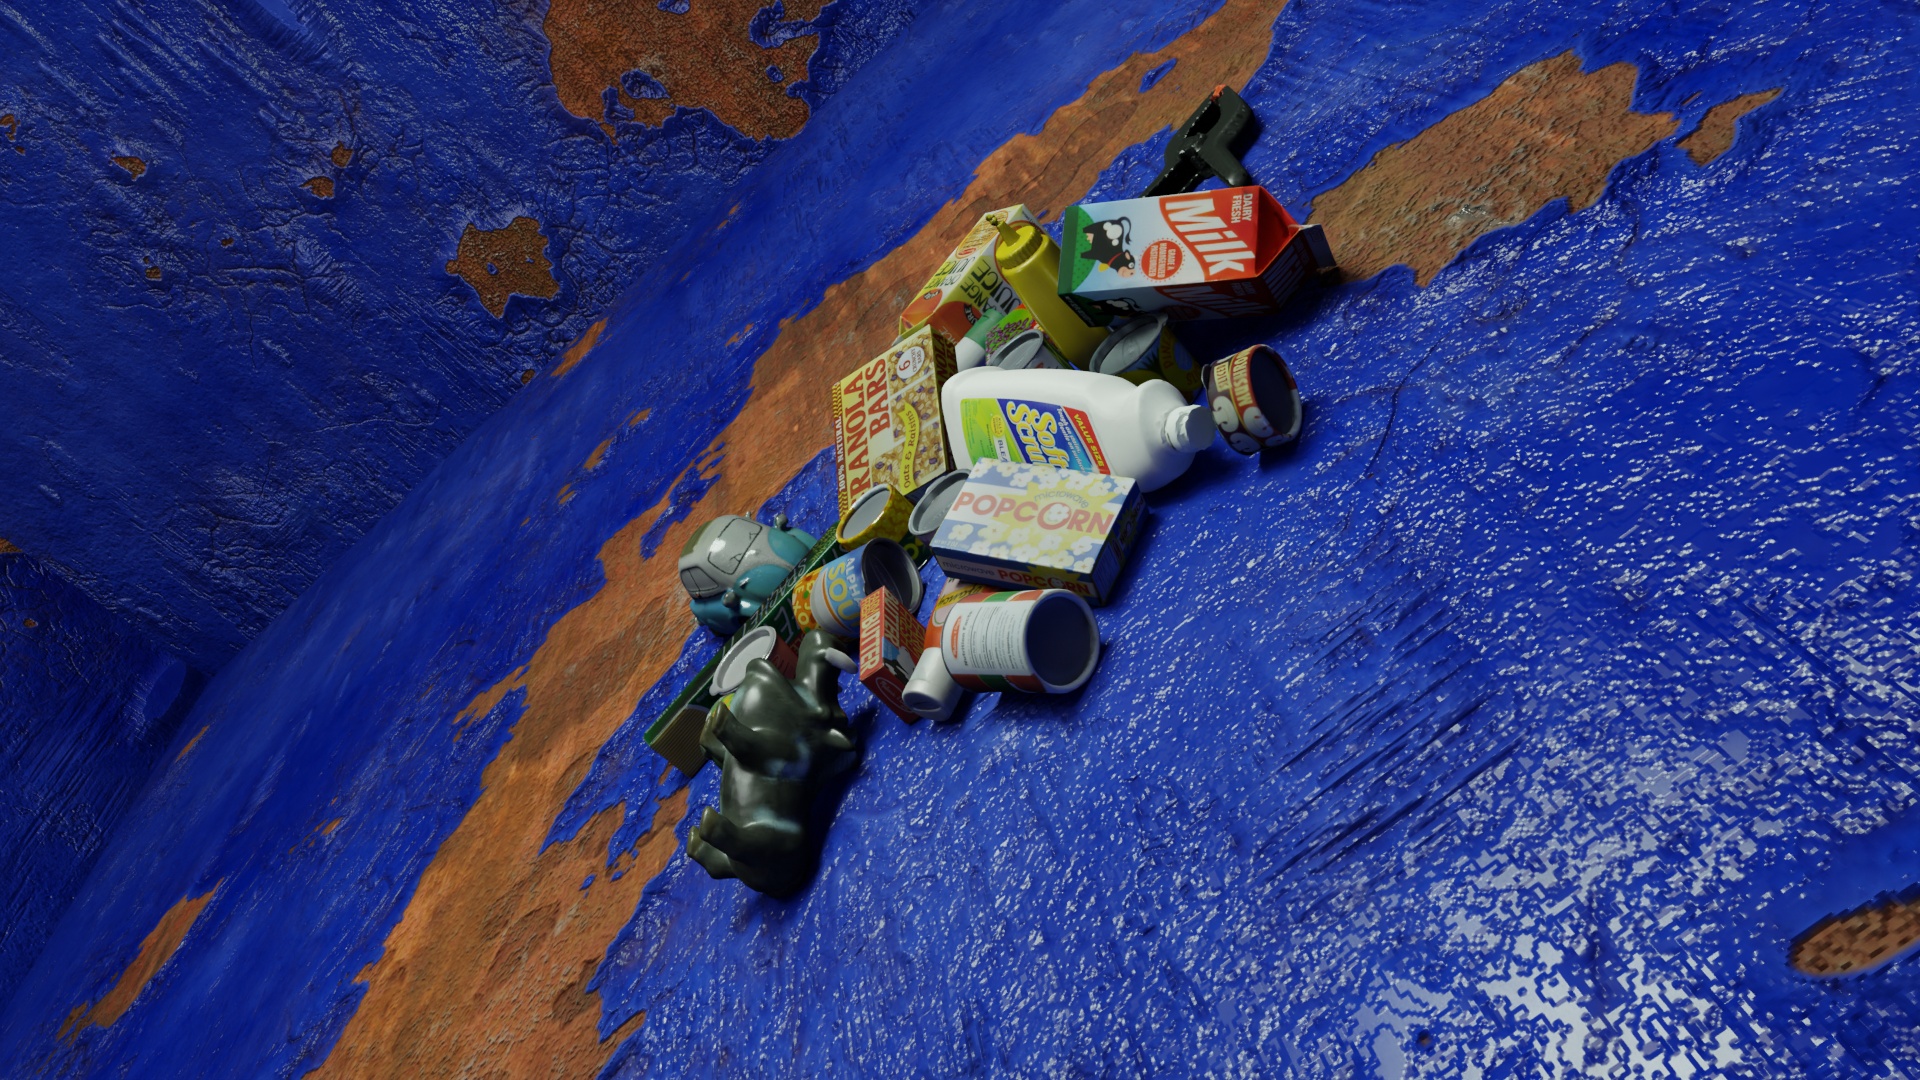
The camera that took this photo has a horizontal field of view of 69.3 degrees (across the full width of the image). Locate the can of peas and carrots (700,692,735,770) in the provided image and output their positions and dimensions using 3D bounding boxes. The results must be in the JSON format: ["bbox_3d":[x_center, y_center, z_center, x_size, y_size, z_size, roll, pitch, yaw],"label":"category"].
[{"bbox_3d":[-0.152,0.144,1.050,0.058,0.071,0.071,-18,36,44],"label":"can of peas and carrots"}]

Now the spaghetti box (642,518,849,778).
[{"bbox_3d":[-0.165,0.089,1.175,0.250,0.050,0.029,-49,27,-8],"label":"spaghetti box"}]

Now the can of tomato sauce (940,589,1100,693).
[{"bbox_3d":[0.040,0.065,0.890,0.083,0.071,0.071,-7,45,52],"label":"can of tomato sauce"}]

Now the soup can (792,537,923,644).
[{"bbox_3d":[-0.084,0.044,1.100,0.083,0.071,0.072,-27,31,35],"label":"soup can"}]

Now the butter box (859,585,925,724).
[{"bbox_3d":[-0.048,0.082,1.008,0.024,0.053,0.104,-35,27,16],"label":"butter box"}]

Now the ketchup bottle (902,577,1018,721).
[{"bbox_3d":[0.006,0.057,0.976,0.064,0.043,0.149,-12,41,45],"label":"ketchup bottle"}]

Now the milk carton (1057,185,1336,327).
[{"bbox_3d":[0.174,-0.208,1.019,0.190,0.072,0.073,0,77,25],"label":"milk carton"}]

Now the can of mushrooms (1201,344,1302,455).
[{"bbox_3d":[0.188,-0.092,0.893,0.033,0.071,0.071,-19,35,41],"label":"can of mushrooms"}]

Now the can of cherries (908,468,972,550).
[{"bbox_3d":[0.004,-0.013,1.067,0.071,0.058,0.072,-36,27,22],"label":"can of cherries"}]

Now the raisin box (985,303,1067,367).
[{"bbox_3d":[0.081,-0.191,1.241,0.123,0.040,0.086,-36,26,21],"label":"raisin box"}]

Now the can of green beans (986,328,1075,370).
[{"bbox_3d":[0.061,-0.133,1.161,0.071,0.057,0.071,-35,27,21],"label":"can of green beans"}]

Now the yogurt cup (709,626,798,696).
[{"bbox_3d":[-0.158,0.111,1.127,0.072,0.054,0.073,-35,27,21],"label":"yogurt cup"}]

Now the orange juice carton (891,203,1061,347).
[{"bbox_3d":[0.011,-0.238,1.378,0.193,0.071,0.073,-53,26,-17],"label":"orange juice carton"}]

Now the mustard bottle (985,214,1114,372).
[{"bbox_3d":[0.074,-0.207,1.134,0.048,0.160,0.066,-31,30,25],"label":"mustard bottle"}]

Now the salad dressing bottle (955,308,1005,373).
[{"bbox_3d":[-0.008,-0.154,1.312,0.148,0.044,0.064,-48,29,-8],"label":"salad dressing bottle"}]

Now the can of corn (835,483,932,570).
[{"bbox_3d":[-0.061,-0.003,1.148,0.071,0.058,0.071,-35,27,21],"label":"can of corn"}]

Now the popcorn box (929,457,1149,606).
[{"bbox_3d":[0.053,-0.008,0.952,0.127,0.038,0.085,10,54,30],"label":"popcorn box"}]

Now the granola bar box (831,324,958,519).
[{"bbox_3d":[-0.055,-0.094,1.235,0.124,0.039,0.166,-28,50,29],"label":"granola bar box"}]

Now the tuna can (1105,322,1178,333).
[{"bbox_3d":[0.144,-0.195,1.114,0.071,0.071,0.033,-26,30,36],"label":"tuna can"}]

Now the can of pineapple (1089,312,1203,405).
[{"bbox_3d":[0.140,-0.126,1.032,0.071,0.057,0.071,-35,27,21],"label":"can of pineapple"}]
